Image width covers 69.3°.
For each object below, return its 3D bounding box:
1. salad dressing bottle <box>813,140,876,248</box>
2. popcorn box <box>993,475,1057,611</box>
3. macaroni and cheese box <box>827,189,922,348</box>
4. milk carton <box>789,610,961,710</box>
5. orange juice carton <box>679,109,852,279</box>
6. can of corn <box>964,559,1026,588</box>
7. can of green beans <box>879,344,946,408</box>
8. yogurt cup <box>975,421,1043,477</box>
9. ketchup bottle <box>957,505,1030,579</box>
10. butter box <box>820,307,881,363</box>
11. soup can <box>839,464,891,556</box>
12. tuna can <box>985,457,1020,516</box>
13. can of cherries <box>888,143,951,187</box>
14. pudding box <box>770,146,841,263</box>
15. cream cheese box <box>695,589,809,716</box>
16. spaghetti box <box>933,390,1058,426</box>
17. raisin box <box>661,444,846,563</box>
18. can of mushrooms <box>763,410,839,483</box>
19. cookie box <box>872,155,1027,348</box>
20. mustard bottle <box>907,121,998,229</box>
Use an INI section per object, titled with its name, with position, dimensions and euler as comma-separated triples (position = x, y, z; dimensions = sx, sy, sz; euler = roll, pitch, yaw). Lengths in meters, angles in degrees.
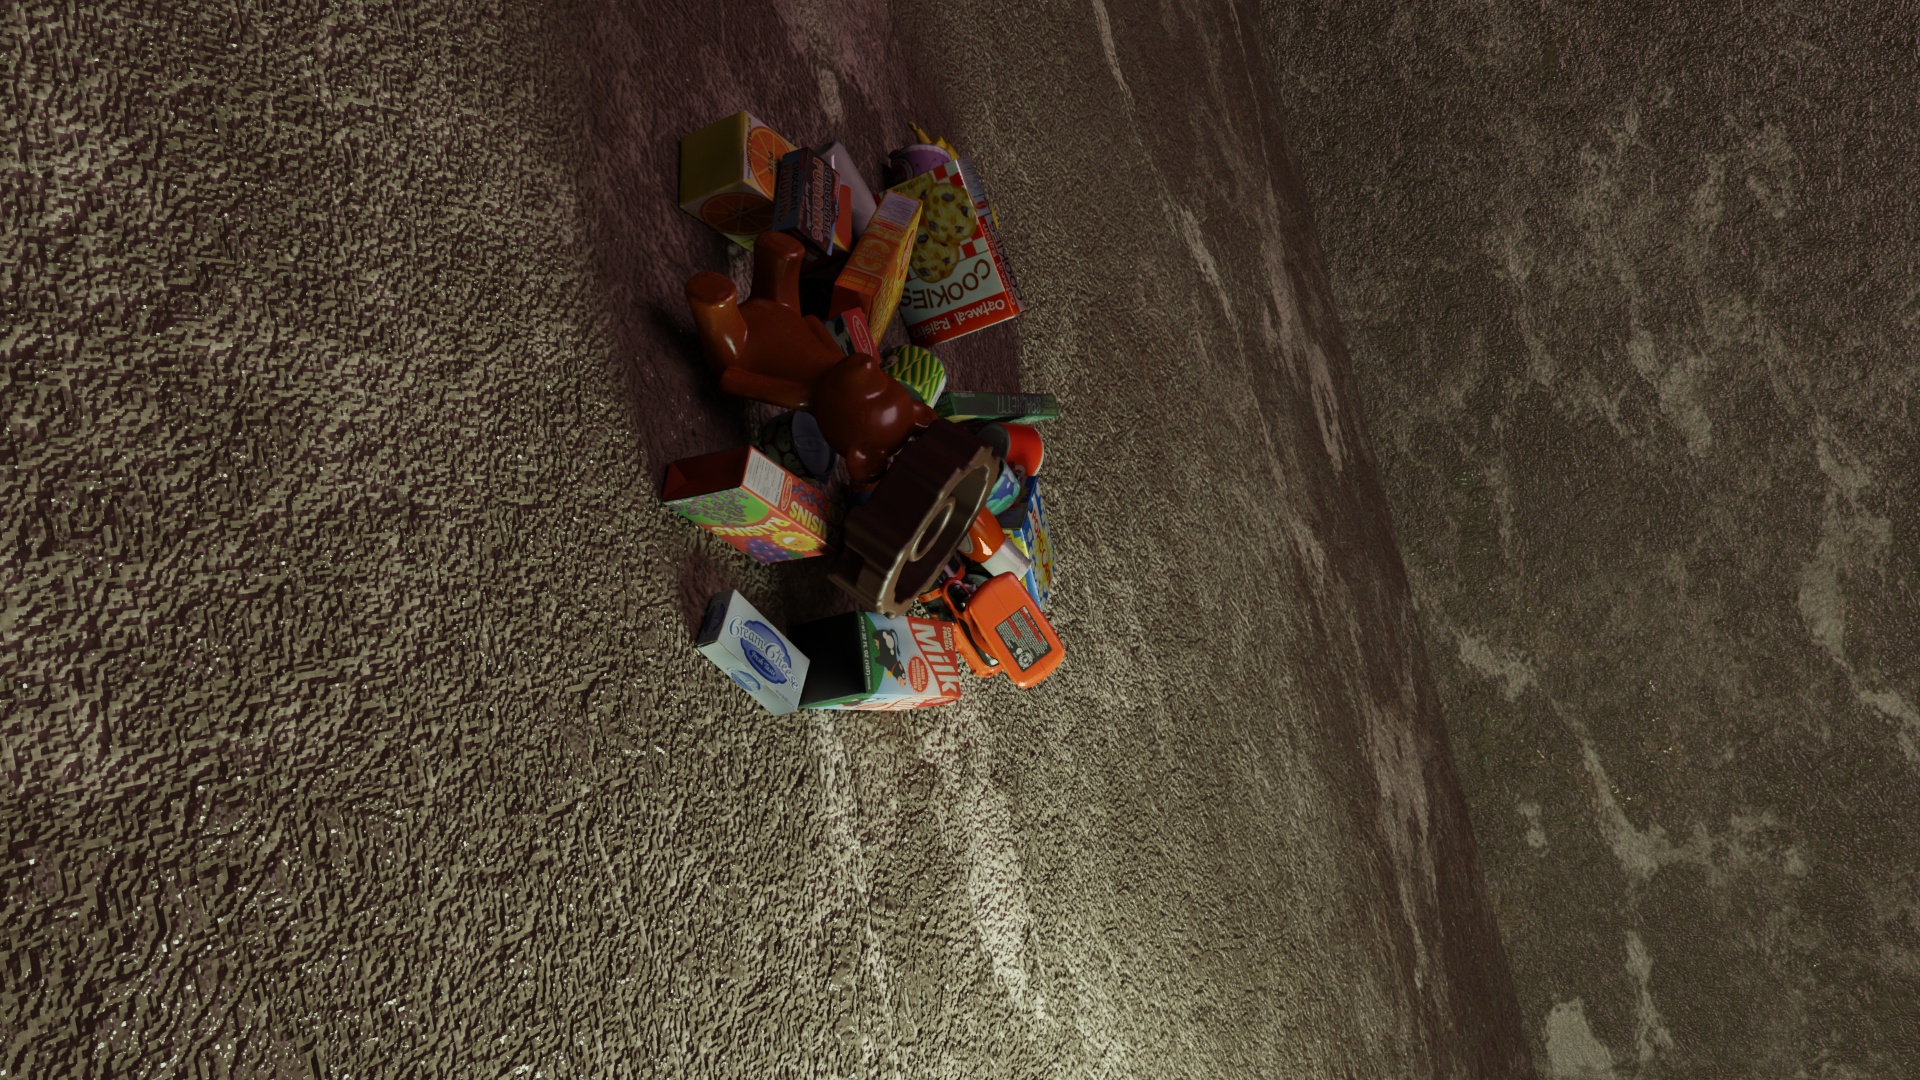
[salad dressing bottle]
position = -0.104, -0.321, 1.377
dimensions = 0.147, 0.044, 0.064
euler = 58, 32, -28
[popcorn box]
position = 0.068, 0.005, 1.484
dimensions = 0.085, 0.038, 0.126
euler = -70, 153, -44
[macaroni and cheese box]
position = -0.084, -0.232, 1.300
dimensions = 0.123, 0.040, 0.167
euler = 107, 1, -45
[milk carton]
position = -0.060, 0.108, 1.218
dimensions = 0.190, 0.073, 0.072
euler = 11, 67, -58
[orange juice carton]
position = -0.158, -0.298, 1.243
dimensions = 0.192, 0.073, 0.072
euler = 24, 58, -53
[can of corn]
position = 0.029, 0.052, 1.398
dimensions = 0.071, 0.071, 0.058
euler = 66, 30, -14
[can of green beans]
position = -0.054, -0.148, 1.356
dimensions = 0.071, 0.071, 0.058
euler = 58, 34, -27
[yogurt cup]
position = 0.049, -0.098, 1.510
dimensions = 0.054, 0.072, 0.072
euler = 12, 67, -49
[ketchup bottle]
position = 0.005, -0.017, 1.336
dimensions = 0.148, 0.064, 0.044
euler = 43, 57, -16
[butter box]
position = -0.117, -0.168, 1.223
dimensions = 0.024, 0.103, 0.053
euler = -29, 104, -40
[soup can]
position = -0.070, -0.019, 1.263
dimensions = 0.071, 0.071, 0.084
euler = 40, 44, -45
[tuna can]
position = 0.028, -0.056, 1.448
dimensions = 0.032, 0.071, 0.071
euler = 54, 36, -31
[can of cherries]
position = -0.043, -0.382, 1.487
dimensions = 0.071, 0.071, 0.058
euler = 21, 60, -55
[pudding box]
position = -0.131, -0.285, 1.180
dimensions = 0.049, 0.030, 0.084
euler = 34, 55, -51
[cream cheese box]
position = -0.164, 0.090, 1.103
dimensions = 0.103, 0.024, 0.054
euler = 49, 37, -37
[spaghetti box]
position = 0.033, -0.143, 1.516
dimensions = 0.251, 0.050, 0.028
euler = -9, 86, -60
[raisin box]
position = -0.161, -0.026, 1.098
dimensions = 0.123, 0.086, 0.040
euler = 37, 52, -47
[can of mushrooms]
position = -0.139, -0.080, 1.214
dimensions = 0.071, 0.033, 0.071
euler = 34, 48, -49
[cookie box]
position = -0.017, -0.292, 1.427
dimensions = 0.040, 0.122, 0.167
euler = -38, 110, -57
[mustard bottle]
position = -0.014, -0.402, 1.558
dimensions = 0.159, 0.048, 0.066
euler = 54, 34, -31
